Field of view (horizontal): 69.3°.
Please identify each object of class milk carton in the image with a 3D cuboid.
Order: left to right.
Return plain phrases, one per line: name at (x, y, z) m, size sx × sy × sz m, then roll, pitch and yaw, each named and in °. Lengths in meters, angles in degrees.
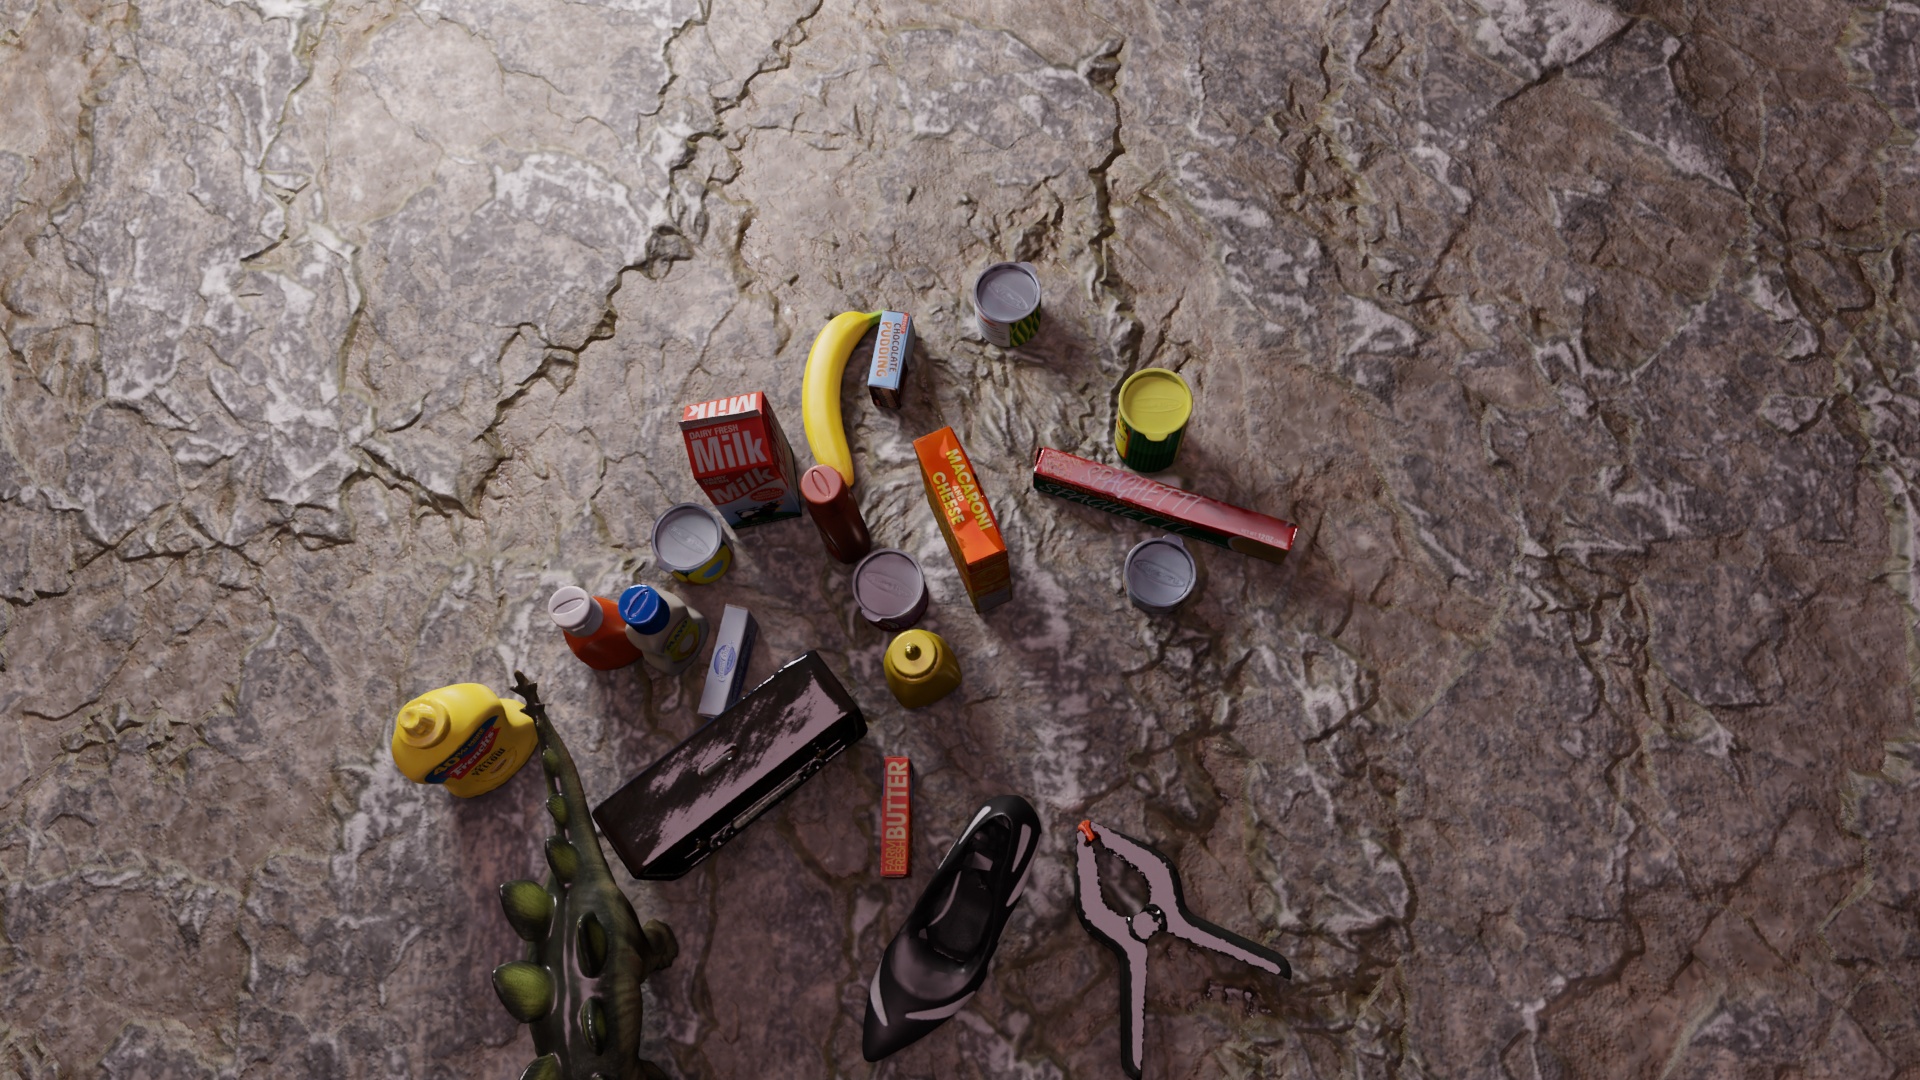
milk carton at (-0.198, -0.077, 1.259) m, size 0.072 × 0.190 × 0.073 m, roll -10°, pitch 73°, yaw 0°

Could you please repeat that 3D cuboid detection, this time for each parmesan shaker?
parmesan shaker at (0.178, -0.107, 1.294) m, size 0.071 × 0.103 × 0.071 m, roll -1°, pitch 73°, yaw 3°

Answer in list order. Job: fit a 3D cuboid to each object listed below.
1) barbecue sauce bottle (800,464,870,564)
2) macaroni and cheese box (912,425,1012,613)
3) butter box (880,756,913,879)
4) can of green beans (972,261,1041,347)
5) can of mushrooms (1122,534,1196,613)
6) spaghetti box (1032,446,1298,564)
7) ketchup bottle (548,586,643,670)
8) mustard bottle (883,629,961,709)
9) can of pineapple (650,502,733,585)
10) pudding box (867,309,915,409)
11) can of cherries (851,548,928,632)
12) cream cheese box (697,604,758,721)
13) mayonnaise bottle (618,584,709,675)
barbecue sauce bottle at (-0.115, -0.027, 1.260) m, size 0.044 × 0.148 × 0.065 m, roll -29°, pitch 73°, yaw -6°
macaroni and cheese box at (0.004, -0.016, 1.241) m, size 0.040 × 0.166 × 0.124 m, roll -23°, pitch 73°, yaw -4°
butter box at (-0.055, 0.244, 1.220) m, size 0.024 × 0.053 × 0.104 m, roll 0°, pitch 72°, yaw 3°
can of green beans at (0.047, -0.231, 1.365) m, size 0.071 × 0.057 × 0.071 m, roll -1°, pitch 72°, yaw 3°
can of mushrooms at (0.185, 0.031, 1.286) m, size 0.071 × 0.033 × 0.071 m, roll -1°, pitch 72°, yaw 3°
spaghetti box at (0.187, -0.033, 1.298) m, size 0.250 × 0.050 × 0.029 m, roll 18°, pitch 75°, yaw 8°
ketchup bottle at (-0.325, 0.078, 1.238) m, size 0.065 × 0.148 × 0.043 m, roll -24°, pitch 73°, yaw -4°
mustard bottle at (-0.036, 0.107, 1.207) m, size 0.065 × 0.159 × 0.049 m, roll -26°, pitch 73°, yaw -5°
can of pineapple at (-0.253, 0.005, 1.305) m, size 0.071 × 0.057 × 0.071 m, roll -1°, pitch 72°, yaw 3°
pudding box at (-0.067, -0.177, 1.357) m, size 0.030 × 0.049 × 0.084 m, roll 8°, pitch 73°, yaw 6°
can of cherries at (-0.066, 0.049, 1.281) m, size 0.071 × 0.058 × 0.071 m, roll -1°, pitch 72°, yaw 3°
cream cheese box at (-0.211, 0.115, 1.270) m, size 0.024 × 0.053 × 0.104 m, roll 10°, pitch 73°, yaw 6°
mayonnaise bottle at (-0.266, 0.076, 1.235) m, size 0.041 × 0.147 × 0.065 m, roll 30°, pitch 77°, yaw 11°
